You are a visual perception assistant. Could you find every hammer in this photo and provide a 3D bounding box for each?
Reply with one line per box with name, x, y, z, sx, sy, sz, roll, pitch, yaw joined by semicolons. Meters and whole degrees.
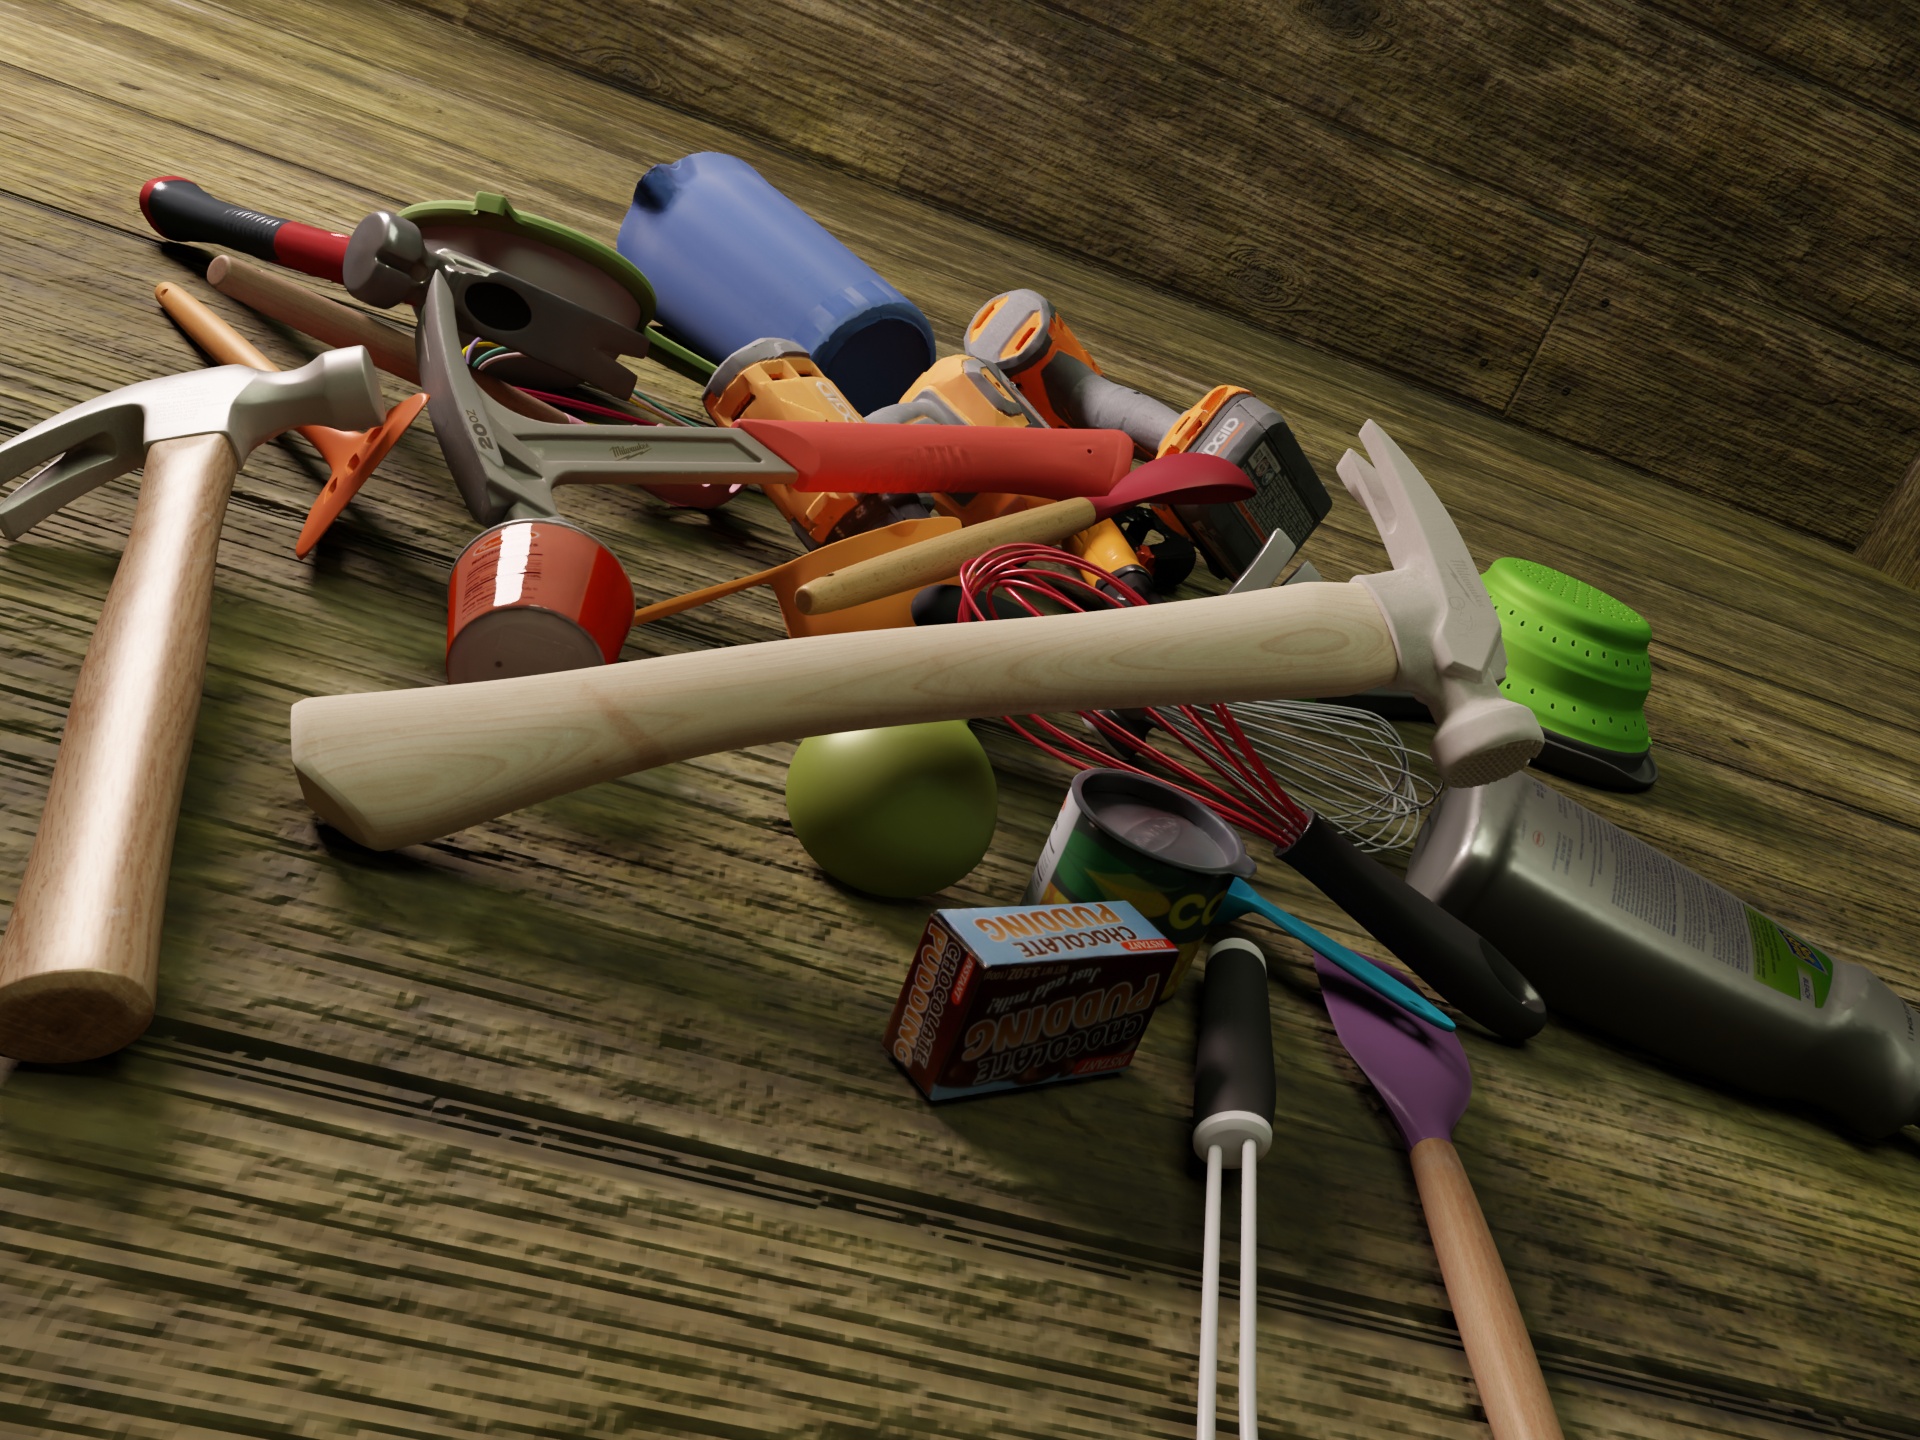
hammer;-0.318;-0.235;0.820;0.387;0.038;0.143;25;7;42
hammer;-0.060;-0.128;0.731;0.359;0.036;0.149;-7;62;-40
hammer;-0.244;-0.027;0.476;0.130;0.031;0.332;-12;38;-10
hammer;0.091;-0.087;0.880;0.034;0.127;0.337;43;9;-20
hammer;-0.005;-0.024;0.537;0.410;0.038;0.146;-7;63;-18

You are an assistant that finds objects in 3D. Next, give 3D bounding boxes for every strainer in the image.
strainer;-0.216;-0.212;0.931;0.151;0.069;0.256;0;-15;45

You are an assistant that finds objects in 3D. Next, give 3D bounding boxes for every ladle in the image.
ladle;-0.001;-0.002;0.690;0.078;0.062;0.320;27;16;4
ladle;0.038;-0.085;0.693;0.069;0.031;0.315;-1;15;39

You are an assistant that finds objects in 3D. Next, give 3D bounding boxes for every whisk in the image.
whisk;-0.158;-0.156;0.883;0.244;0.051;0.047;15;13;-30
whisk;0.115;0.033;0.622;0.295;0.073;0.073;38;21;-6
whisk;0.100;-0.002;0.702;0.284;0.070;0.070;20;21;-25

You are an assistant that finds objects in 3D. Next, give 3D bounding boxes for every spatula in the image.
spatula;-0.317;-0.155;0.721;0.323;0.081;0.041;35;-3;40
spatula;0.155;0.153;0.496;0.059;0.018;0.316;23;21;-4

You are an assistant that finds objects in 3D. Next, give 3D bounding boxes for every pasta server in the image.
pasta server;-0.201;-0.151;0.732;0.060;0.040;0.316;26;4;30

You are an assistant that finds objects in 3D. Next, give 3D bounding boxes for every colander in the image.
colander;0.327;-0.047;1.007;0.396;0.094;0.205;1;30;-41

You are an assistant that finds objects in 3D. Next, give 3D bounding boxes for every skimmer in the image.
skimmer;0.066;0.115;0.405;0.127;0.090;0.363;-7;16;12

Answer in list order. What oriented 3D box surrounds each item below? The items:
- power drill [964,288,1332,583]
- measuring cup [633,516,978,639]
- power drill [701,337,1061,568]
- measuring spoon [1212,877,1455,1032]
power drill;0.116;-0.170;0.988;0.227;0.084;0.164;38;0;38
measuring cup;-0.070;-0.039;0.678;0.173;0.052;0.095;-18;-2;-27
power drill;-0.014;-0.122;0.860;0.185;0.084;0.226;51;29;13
measuring spoon;0.126;0.088;0.604;0.129;0.021;0.042;32;13;27
